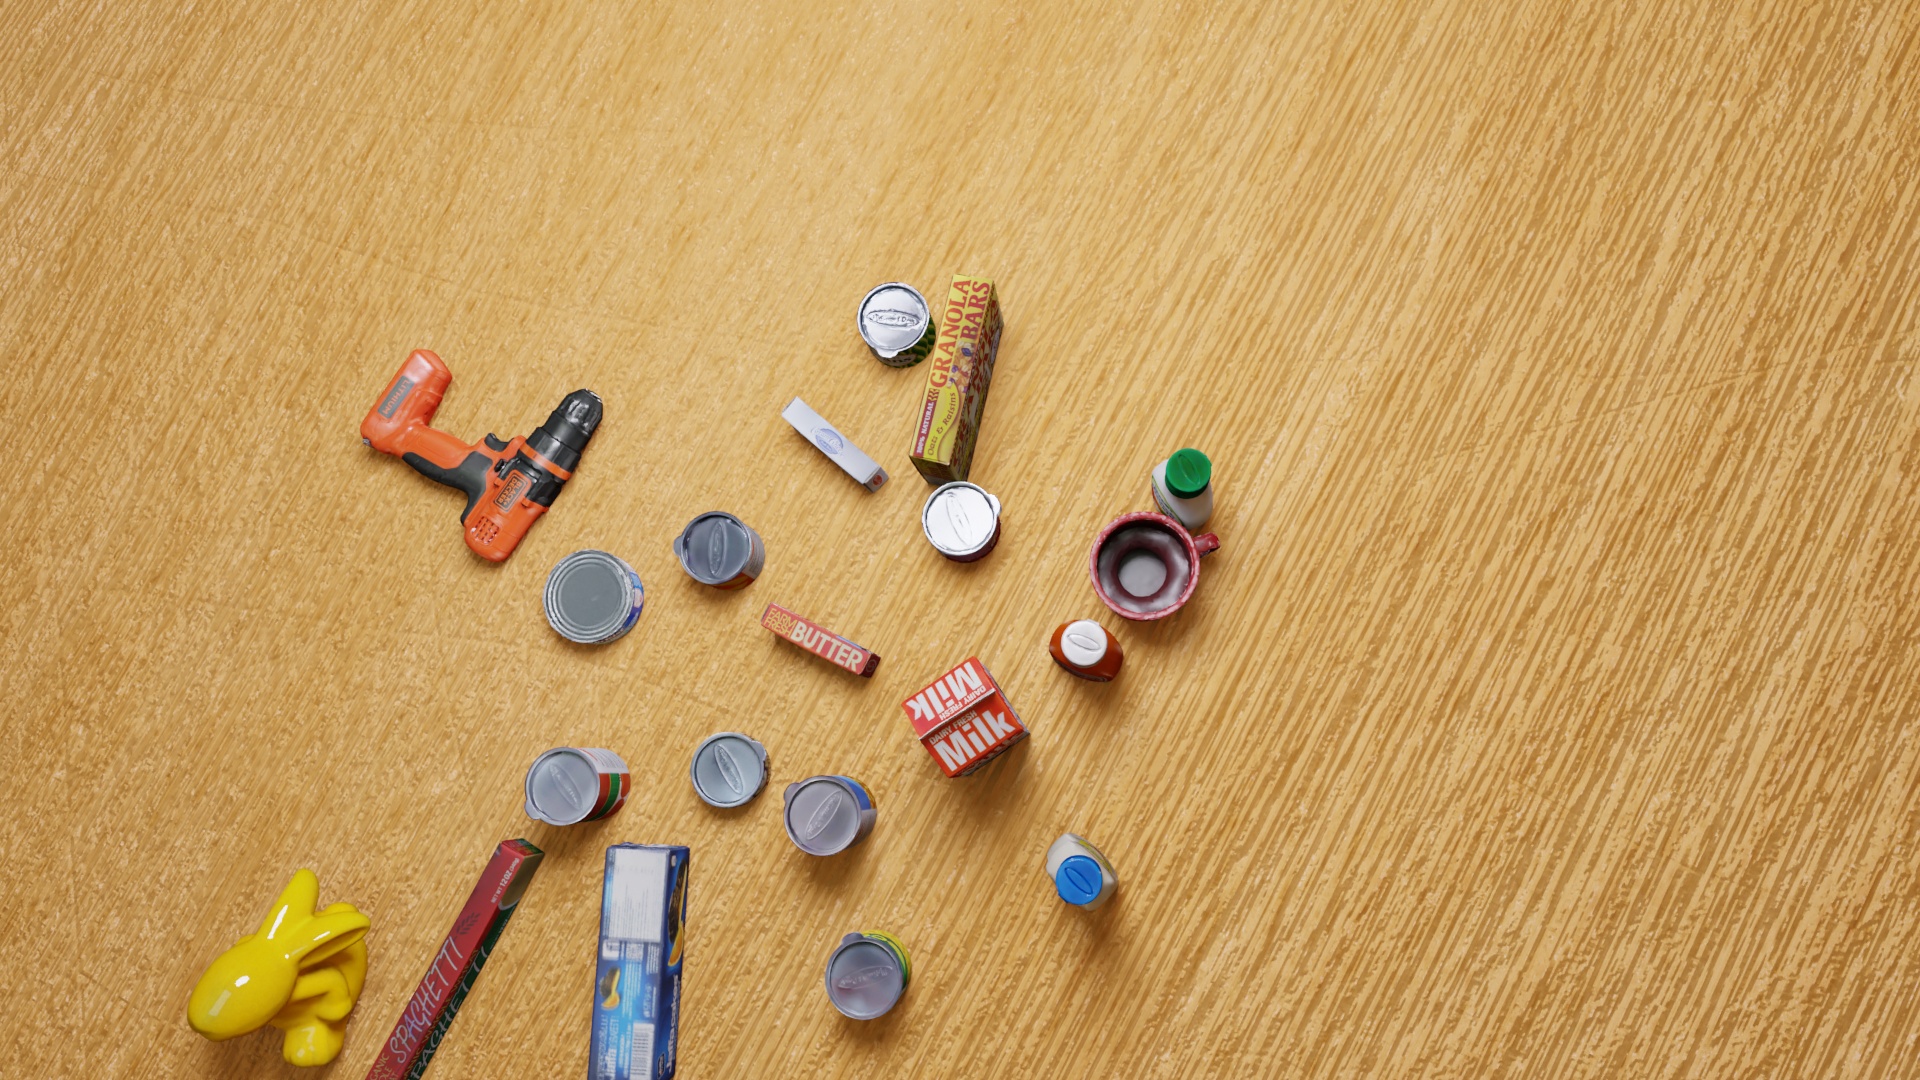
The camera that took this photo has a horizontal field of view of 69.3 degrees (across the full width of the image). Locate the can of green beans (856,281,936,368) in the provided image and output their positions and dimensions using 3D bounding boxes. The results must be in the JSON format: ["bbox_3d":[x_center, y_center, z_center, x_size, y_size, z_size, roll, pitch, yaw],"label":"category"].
[{"bbox_3d":[-0.058,-0.197,1.277,0.071,0.057,0.071,-1,81,6],"label":"can of green beans"}]

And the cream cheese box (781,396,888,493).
[{"bbox_3d":[-0.114,-0.086,1.266,0.104,0.053,0.024,40,87,11],"label":"cream cheese box"}]

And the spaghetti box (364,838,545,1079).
[{"bbox_3d":[-0.447,0.380,1.223,0.029,0.050,0.250,27,84,9],"label":"spaghetti box"}]

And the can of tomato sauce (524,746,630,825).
[{"bbox_3d":[-0.336,0.217,1.222,0.071,0.083,0.071,-1,81,6],"label":"can of tomato sauce"}]

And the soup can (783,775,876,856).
[{"bbox_3d":[-0.113,0.233,1.196,0.071,0.083,0.071,-1,81,6],"label":"soup can"}]

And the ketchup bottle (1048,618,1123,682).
[{"bbox_3d":[0.105,0.091,1.165,0.065,0.148,0.043,22,84,9],"label":"ketchup bottle"}]

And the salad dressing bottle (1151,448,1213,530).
[{"bbox_3d":[0.190,-0.046,1.180,0.044,0.147,0.064,-30,79,1],"label":"salad dressing bottle"}]

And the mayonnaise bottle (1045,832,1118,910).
[{"bbox_3d":[0.099,0.272,1.135,0.065,0.148,0.041,43,88,10],"label":"mayonnaise bottle"}]

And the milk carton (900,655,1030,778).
[{"bbox_3d":[0.005,0.147,1.145,0.072,0.190,0.073,-34,79,0],"label":"milk carton"}]

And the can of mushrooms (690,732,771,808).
[{"bbox_3d":[-0.202,0.203,1.236,0.071,0.033,0.071,-1,80,6],"label":"can of mushrooms"}]

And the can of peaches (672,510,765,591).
[{"bbox_3d":[-0.217,0.010,1.258,0.071,0.058,0.071,-1,81,6],"label":"can of peaches"}]

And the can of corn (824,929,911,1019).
[{"bbox_3d":[-0.078,0.366,1.183,0.071,0.058,0.071,-1,81,6],"label":"can of corn"}]

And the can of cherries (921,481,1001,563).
[{"bbox_3d":[0.004,-0.016,1.239,0.071,0.058,0.071,-1,81,6],"label":"can of cherries"}]

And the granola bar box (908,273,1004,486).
[{"bbox_3d":[-0.002,-0.136,1.227,0.039,0.124,0.165,12,82,8],"label":"granola bar box"}]

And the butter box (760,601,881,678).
[{"bbox_3d":[-0.125,0.090,1.237,0.103,0.053,0.024,26,85,9],"label":"butter box"}]
